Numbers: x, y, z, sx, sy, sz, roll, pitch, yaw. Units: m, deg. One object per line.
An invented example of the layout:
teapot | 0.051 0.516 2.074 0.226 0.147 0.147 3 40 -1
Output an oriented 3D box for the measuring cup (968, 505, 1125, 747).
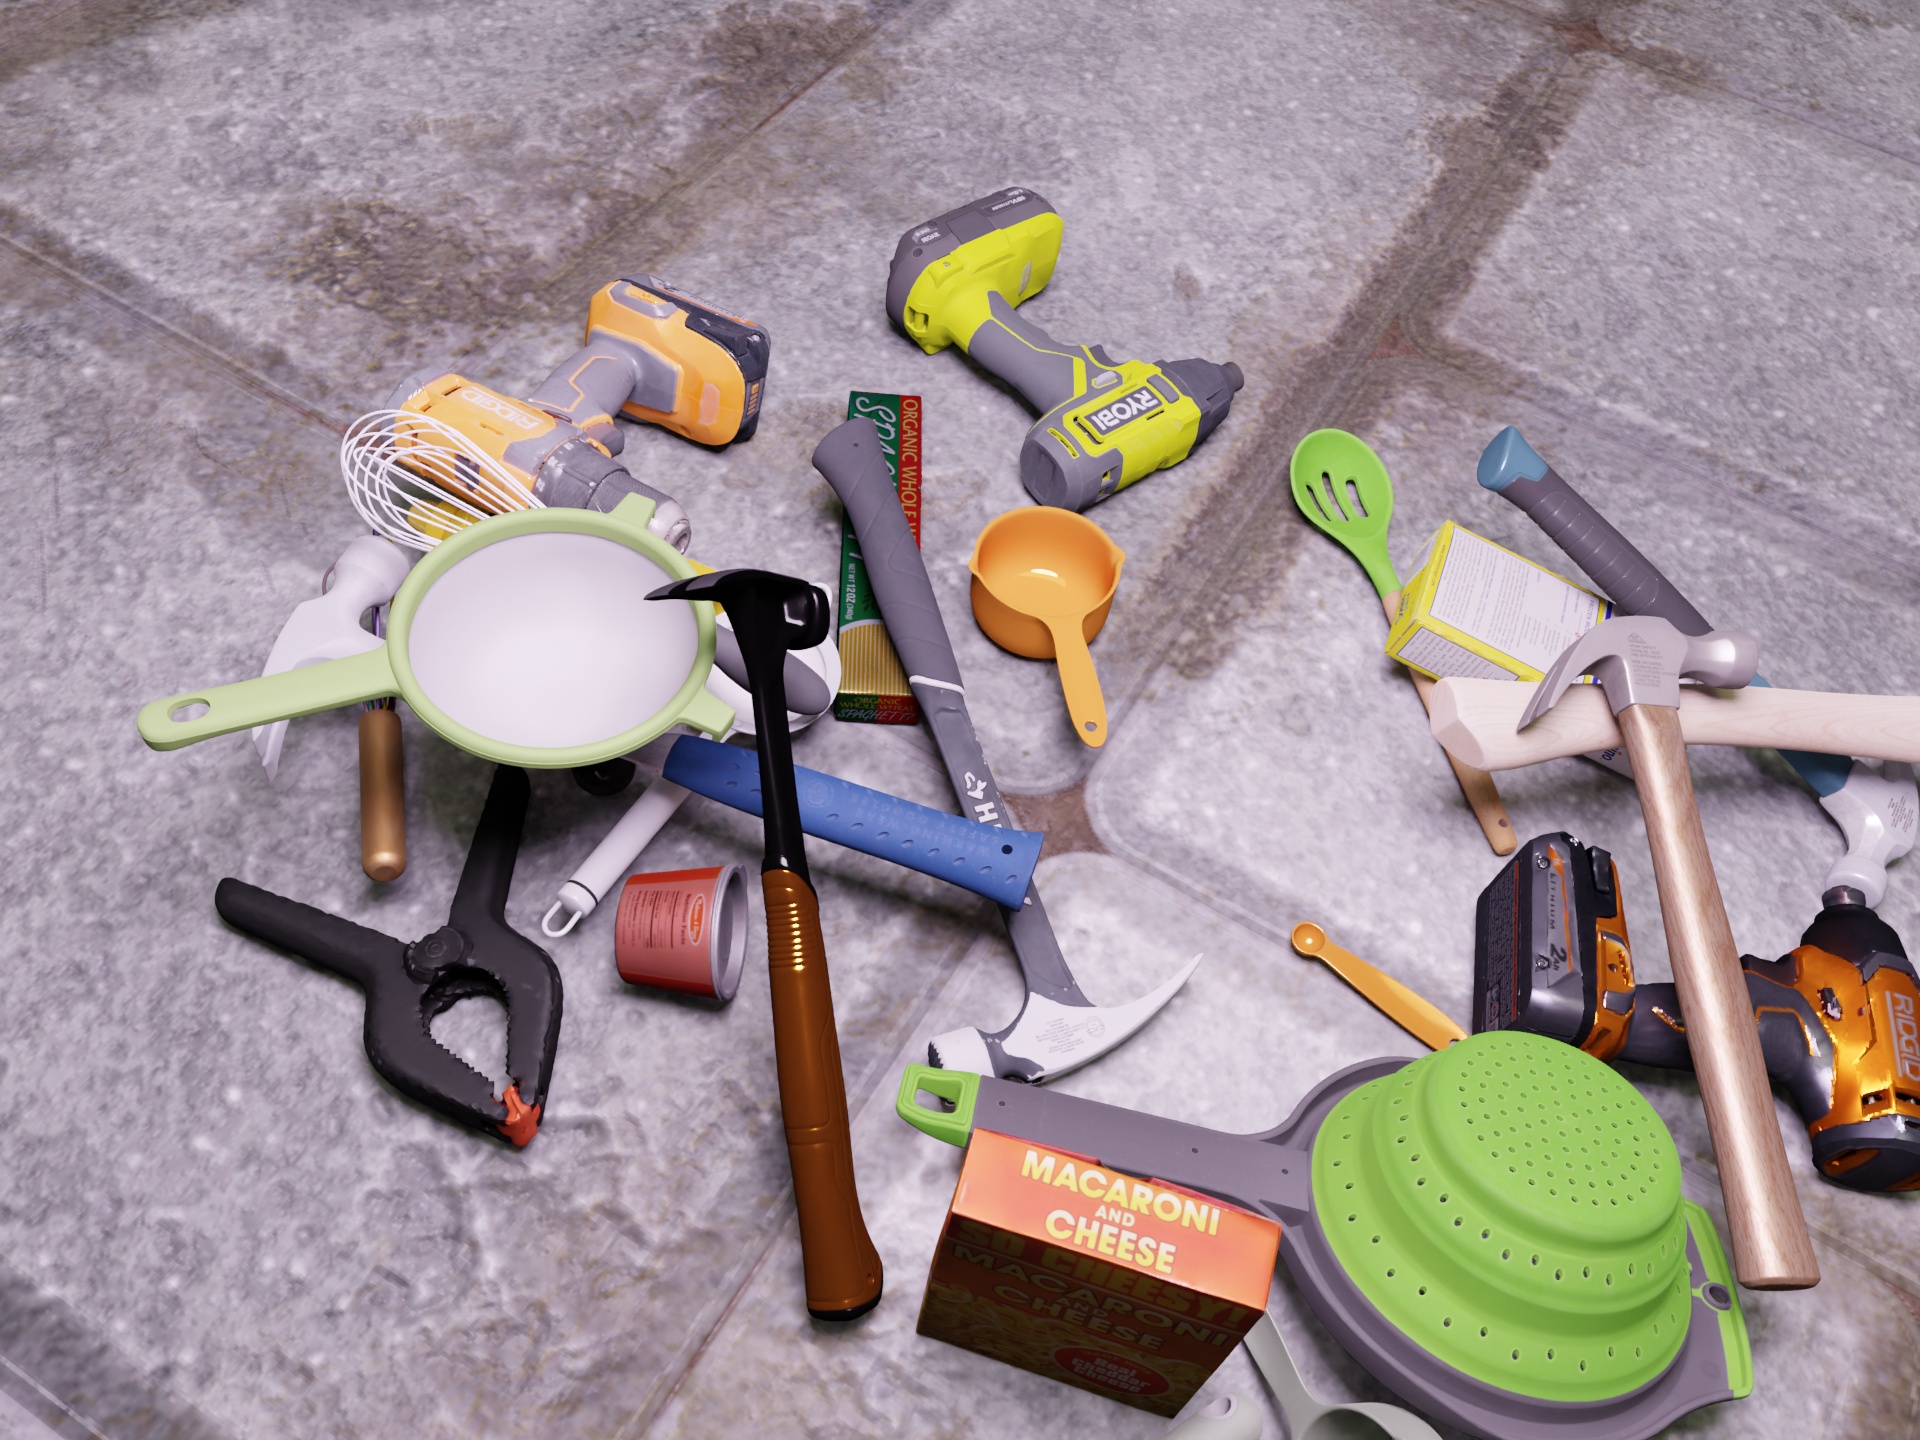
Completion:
measuring cup | 0.056 -0.045 0.933 0.095 0.052 0.174 -6 57 -10

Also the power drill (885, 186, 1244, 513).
power drill | 0.069 -0.252 1.070 0.171 0.080 0.223 -31 67 -24

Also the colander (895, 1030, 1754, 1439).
colander | 0.170 0.190 0.714 0.397 0.094 0.205 13 36 2

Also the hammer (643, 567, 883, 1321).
hammer | -0.076 0.099 0.713 0.034 0.127 0.337 -9 87 19

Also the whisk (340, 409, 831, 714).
whisk | -0.193 -0.077 0.838 0.284 0.070 0.070 29 54 -9

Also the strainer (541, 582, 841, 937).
strainer | -0.143 0.020 0.858 0.087 0.050 0.258 29 54 9

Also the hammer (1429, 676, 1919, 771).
hammer | 0.451 -0.009 0.878 0.410 0.038 0.146 2 69 -13

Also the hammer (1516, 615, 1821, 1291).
hammer | 0.352 0.099 0.765 0.130 0.031 0.332 4 64 -10

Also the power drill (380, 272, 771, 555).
power drill | -0.198 -0.177 0.947 0.185 0.084 0.226 27 40 13

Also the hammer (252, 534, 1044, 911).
hammer | -0.158 0.020 0.804 0.405 0.035 0.144 18 53 5

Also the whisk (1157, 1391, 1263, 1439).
whisk | 0.030 0.351 0.653 0.246 0.058 0.059 -24 95 -25

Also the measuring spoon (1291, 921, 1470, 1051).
measuring spoon | 0.224 0.146 0.841 0.117 0.011 0.021 36 59 14

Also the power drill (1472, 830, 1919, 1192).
power drill | 0.389 0.135 0.825 0.226 0.084 0.164 16 54 0

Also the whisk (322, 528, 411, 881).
whisk | -0.315 -0.013 0.860 0.047 0.051 0.245 -24 51 6

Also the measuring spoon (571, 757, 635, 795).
measuring spoon | -0.212 -0.002 0.896 0.034 0.018 0.124 -11 49 -22

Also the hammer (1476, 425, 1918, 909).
hammer | 0.428 -0.045 0.928 0.331 0.033 0.128 45 56 2

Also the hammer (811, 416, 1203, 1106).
hammer | -0.001 -0.003 0.873 0.149 0.036 0.409 -13 64 -15

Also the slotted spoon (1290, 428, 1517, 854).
slotted spoon | 0.274 -0.055 0.980 0.070 0.031 0.314 -7 57 -12

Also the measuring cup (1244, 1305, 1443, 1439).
measuring cup | 0.162 0.300 0.699 0.038 0.083 0.168 12 30 -31

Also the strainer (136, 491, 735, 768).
strainer | -0.242 -0.013 0.750 0.256 0.069 0.152 -15 60 -18
